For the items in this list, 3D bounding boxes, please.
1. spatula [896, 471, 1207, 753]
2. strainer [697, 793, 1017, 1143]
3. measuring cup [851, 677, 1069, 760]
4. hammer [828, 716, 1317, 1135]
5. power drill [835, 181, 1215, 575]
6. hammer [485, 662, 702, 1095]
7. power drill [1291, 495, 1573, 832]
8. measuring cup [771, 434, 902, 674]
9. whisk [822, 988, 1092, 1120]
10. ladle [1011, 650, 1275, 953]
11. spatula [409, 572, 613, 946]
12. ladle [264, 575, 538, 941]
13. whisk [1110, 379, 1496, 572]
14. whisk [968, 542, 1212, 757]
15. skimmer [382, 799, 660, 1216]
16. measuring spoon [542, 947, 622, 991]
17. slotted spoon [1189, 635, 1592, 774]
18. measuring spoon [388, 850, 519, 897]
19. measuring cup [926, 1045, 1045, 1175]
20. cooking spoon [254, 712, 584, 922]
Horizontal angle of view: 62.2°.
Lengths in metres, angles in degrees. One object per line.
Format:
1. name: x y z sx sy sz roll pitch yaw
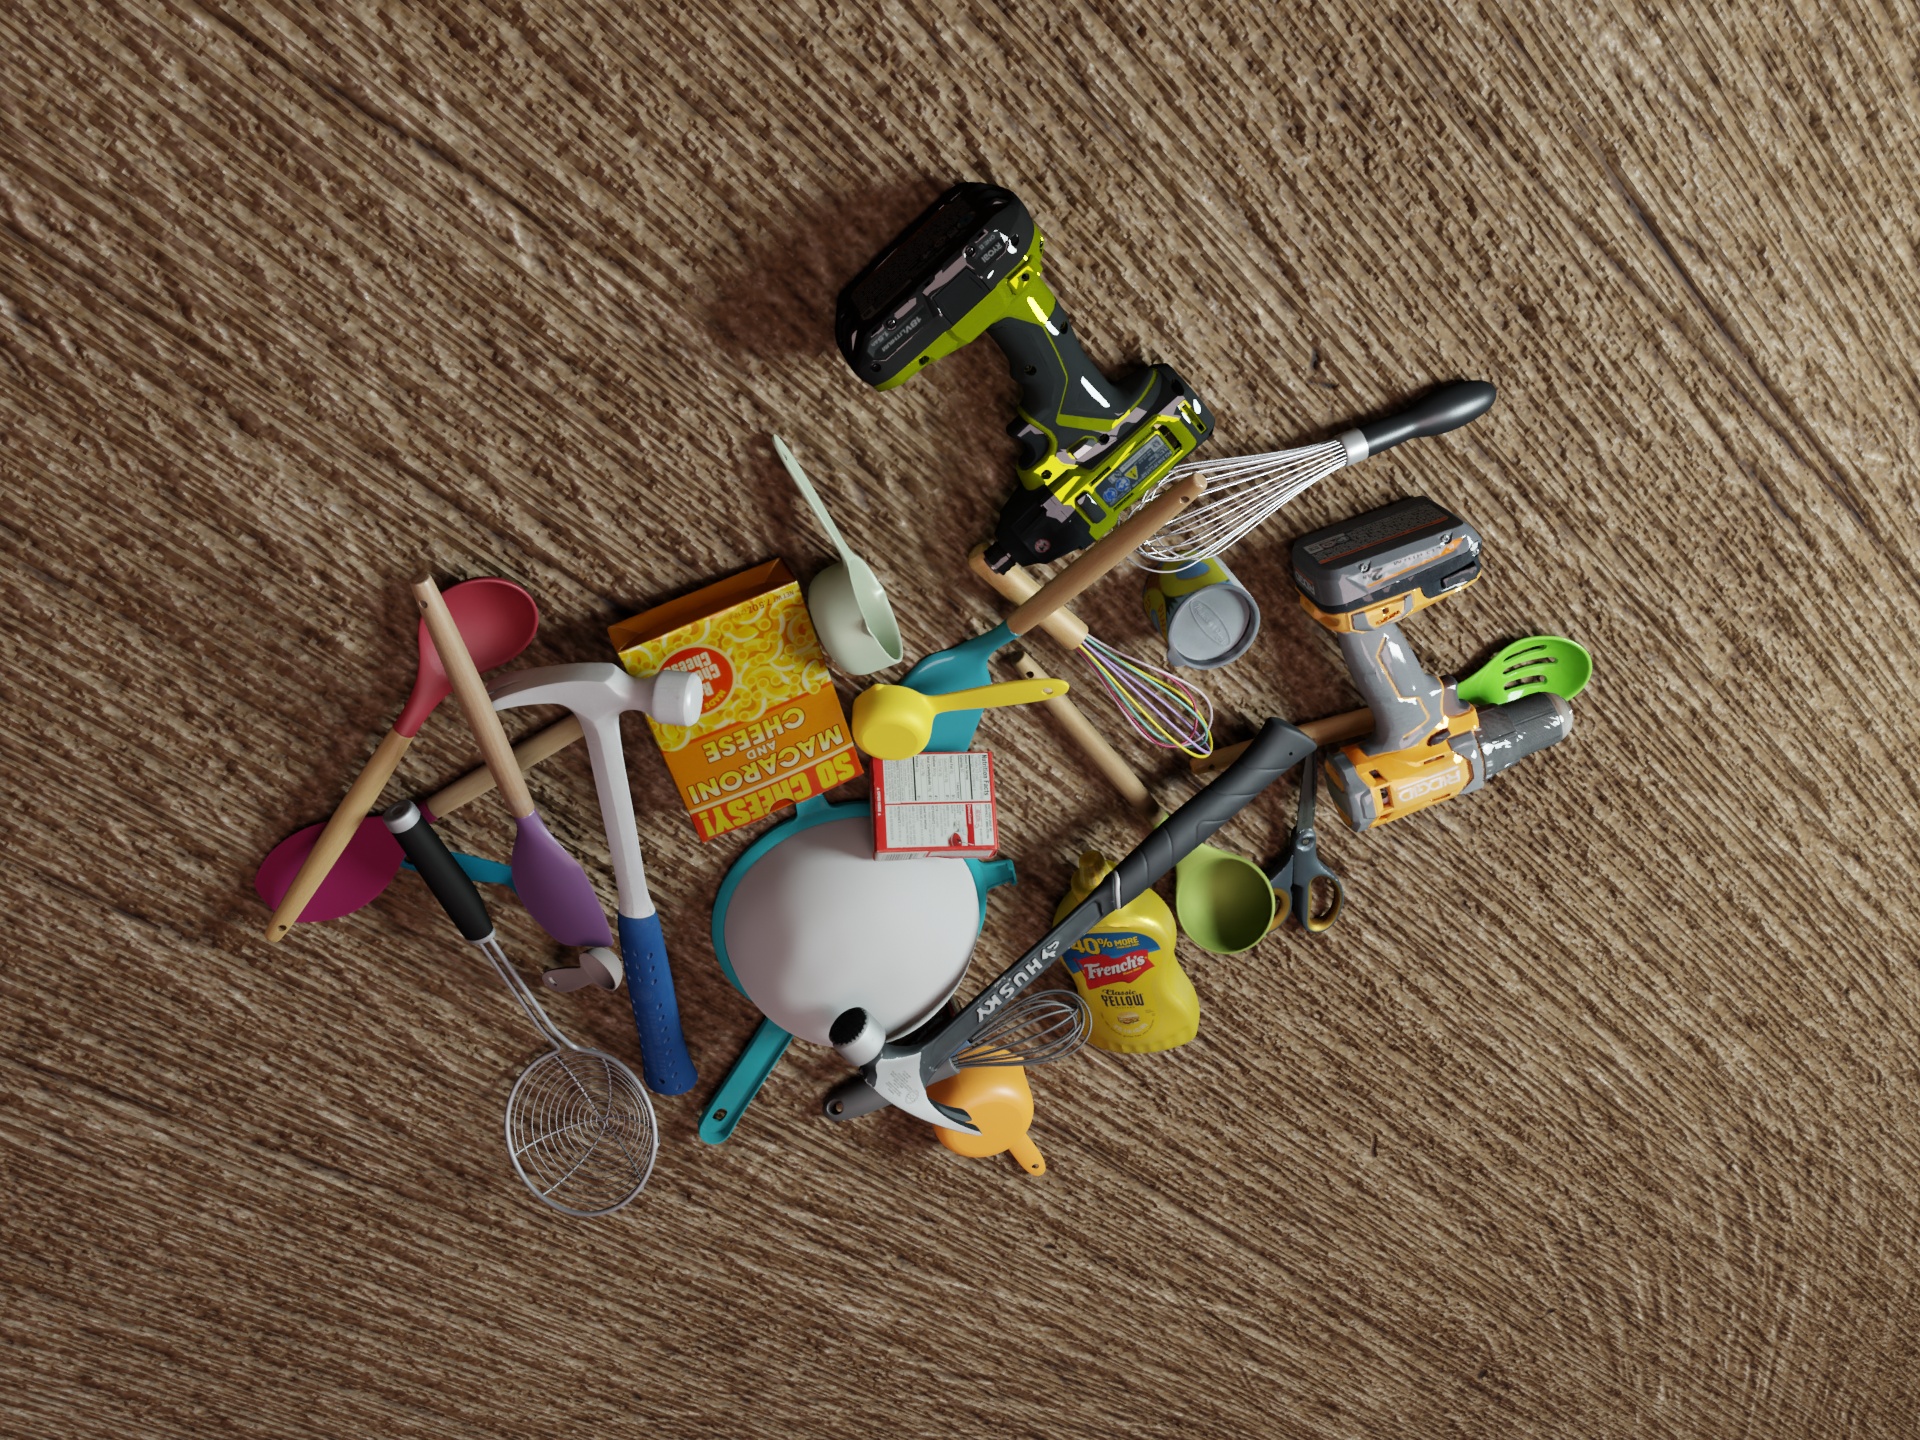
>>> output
1. spatula: 0.053 -0.065 1.047 0.082 0.044 0.317 24 141 -25
2. strainer: -0.107 0.220 1.196 0.210 0.095 0.340 23 112 -26
3. measuring cup: -0.002 -0.003 1.085 0.156 0.029 0.062 -9 138 19
4. hammer: 0.101 0.141 1.160 0.409 0.036 0.149 -40 122 -4
5. power drill: 0.033 -0.201 0.982 0.171 0.080 0.223 -41 126 10
6. hammer: -0.232 0.123 1.106 0.144 0.035 0.405 5 131 6
7. power drill: 0.342 -0.043 1.144 0.185 0.084 0.226 -19 117 -2
8. measuring cup: -0.091 -0.103 1.024 0.038 0.083 0.167 -25 109 14
9. whisk: -0.005 0.276 1.277 0.239 0.055 0.055 -24 125 14
10. ladle: 0.135 0.063 1.187 0.078 0.062 0.319 -34 121 14
11. spatula: -0.288 0.038 1.009 0.060 0.018 0.315 1 131 14
12. ladle: -0.374 0.028 1.036 0.069 0.031 0.315 26 109 -36
13. whisk: 0.232 -0.173 1.068 0.284 0.070 0.070 -23 124 -6
14. whisk: 0.096 -0.048 1.120 0.244 0.051 0.047 38 69 -26
15. skimmer: -0.321 0.213 1.125 0.127 0.090 0.362 -8 129 15
16. measuring spoon: -0.271 0.178 1.136 0.018 0.124 0.034 -44 104 -34
17. slotted spoon: 0.325 -0.006 1.211 0.313 0.031 0.070 -15 124 -3
18. measuring spoon: -0.334 0.110 1.111 0.128 0.021 0.042 13 117 -22
19. measuring cup: 0.036 0.349 1.340 0.095 0.052 0.173 -30 122 5
20. cooking spoon: -0.334 0.047 1.074 0.319 0.017 0.068 -29 114 5
